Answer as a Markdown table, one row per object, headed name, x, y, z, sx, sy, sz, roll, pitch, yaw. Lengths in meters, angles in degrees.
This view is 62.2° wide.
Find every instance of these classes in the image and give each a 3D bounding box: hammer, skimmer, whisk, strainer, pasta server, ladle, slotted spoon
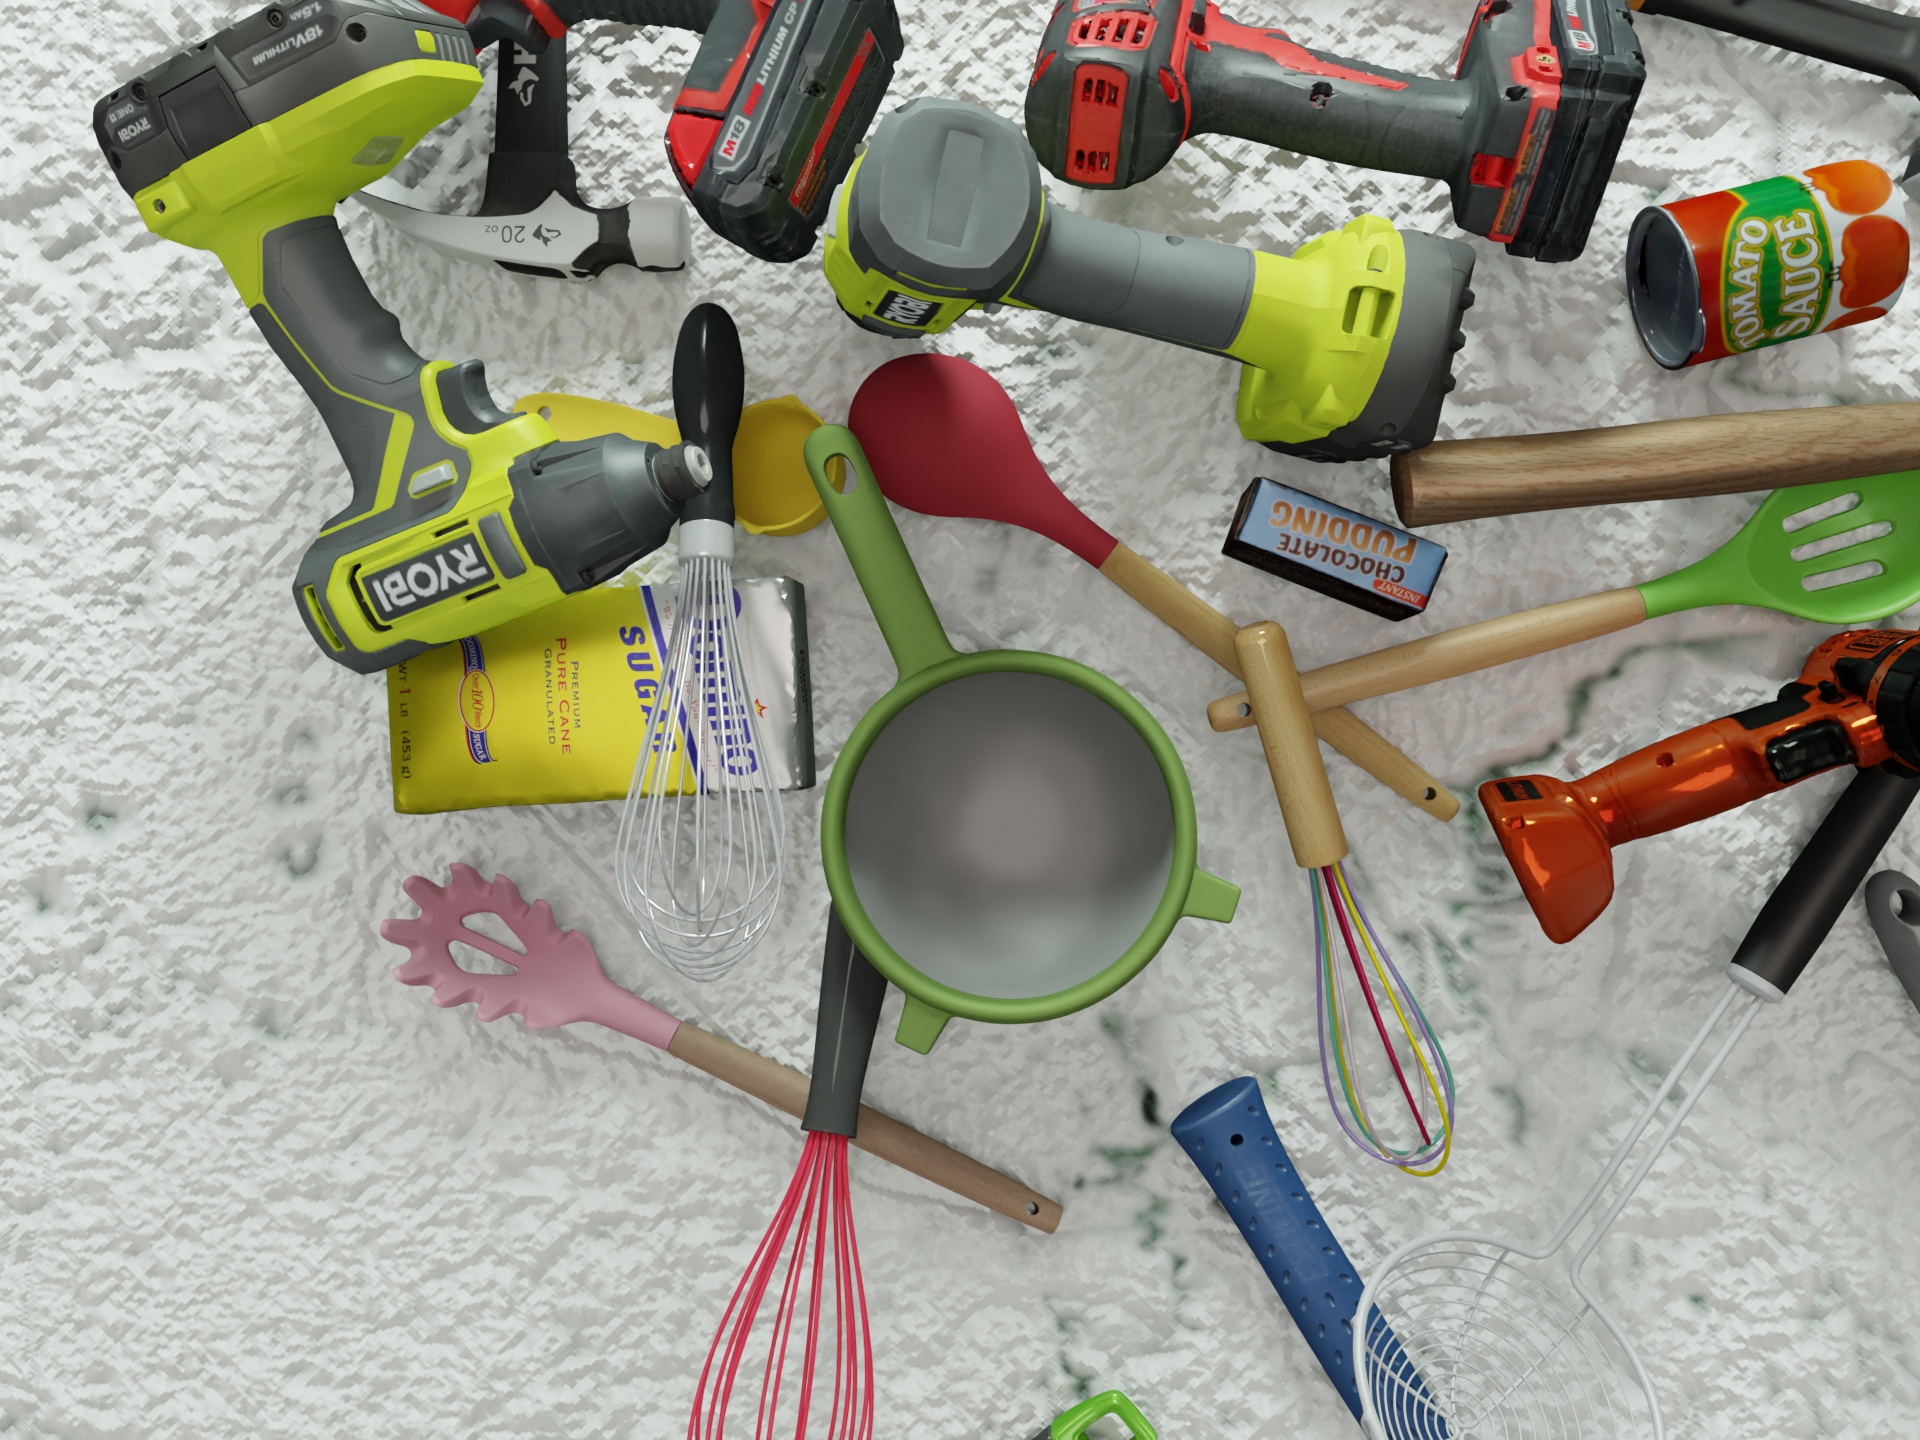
| name | x | y | z | sx | sy | sz | roll | pitch | yaw |
| --- | --- | --- | --- | --- | --- | --- | --- | --- | --- |
| hammer | -0.189 | -0.361 | 0.689 | 0.146 | 0.035 | 0.335 | 1 | 91 | 3 |
| skimmer | 0.286 | 0.153 | 0.621 | 0.127 | 0.090 | 0.363 | 35 | 87 | 14 |
| whisk | 0.158 | 0.076 | 0.649 | 0.051 | 0.047 | 0.245 | -18 | 100 | -2 |
| strainer | -0.001 | -0.002 | 0.664 | 0.151 | 0.069 | 0.256 | -25 | 88 | 5 |
| pasta server | -0.100 | 0.149 | 0.688 | 0.316 | 0.040 | 0.060 | 25 | 78 | 2 |
| whisk | 0.440 | 0.167 | 0.648 | 0.055 | 0.055 | 0.239 | -29 | 84 | 4 |
| whisk | -0.057 | 0.188 | 0.649 | 0.073 | 0.073 | 0.296 | 8 | 72 | 4 |
| hammer | 0.278 | -0.320 | 0.658 | 0.337 | 0.034 | 0.127 | 18 | 93 | 4 |
| hammer | 0.206 | 0.338 | 0.670 | 0.144 | 0.035 | 0.405 | -31 | 89 | 3 |
| ladle | 0.083 | -0.054 | 0.680 | 0.315 | 0.031 | 0.069 | 36 | 92 | 1 |
| slotted spoon | 0.254 | -0.043 | 0.657 | 0.314 | 0.031 | 0.070 | -16 | 88 | 1 |
| hammer | 0.341 | -0.107 | 0.631 | 0.331 | 0.031 | 0.130 | -6 | 72 | 3 |
| whisk | -0.101 | -0.039 | 0.635 | 0.070 | 0.070 | 0.285 | -3 | 74 | 4 |

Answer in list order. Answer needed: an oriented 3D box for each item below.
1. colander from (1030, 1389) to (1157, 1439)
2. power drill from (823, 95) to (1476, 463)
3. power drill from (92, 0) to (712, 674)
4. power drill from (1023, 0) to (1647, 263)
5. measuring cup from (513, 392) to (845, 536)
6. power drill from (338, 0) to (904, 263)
| name | x | y | z | sx | sy | sz | roll | pitch | yaw |
| --- | --- | --- | --- | --- | --- | --- | --- | --- | --- |
| colander | -0.075 | 0.427 | 0.661 | 0.397 | 0.094 | 0.204 | -41 | 88 | 4 |
| power drill | 0.058 | -0.163 | 0.616 | 0.228 | 0.190 | 0.080 | 11 | 93 | -11 |
| power drill | -0.205 | -0.145 | 0.600 | 0.171 | 0.080 | 0.223 | -19 | 104 | 17 |
| power drill | 0.141 | -0.255 | 0.627 | 0.219 | 0.143 | 0.078 | 9 | 136 | 5 |
| measuring cup | -0.123 | -0.119 | 0.697 | 0.156 | 0.029 | 0.062 | 15 | 87 | 15 |
| power drill | -0.157 | -0.264 | 0.635 | 0.227 | 0.080 | 0.188 | 27 | 96 | 6 |
